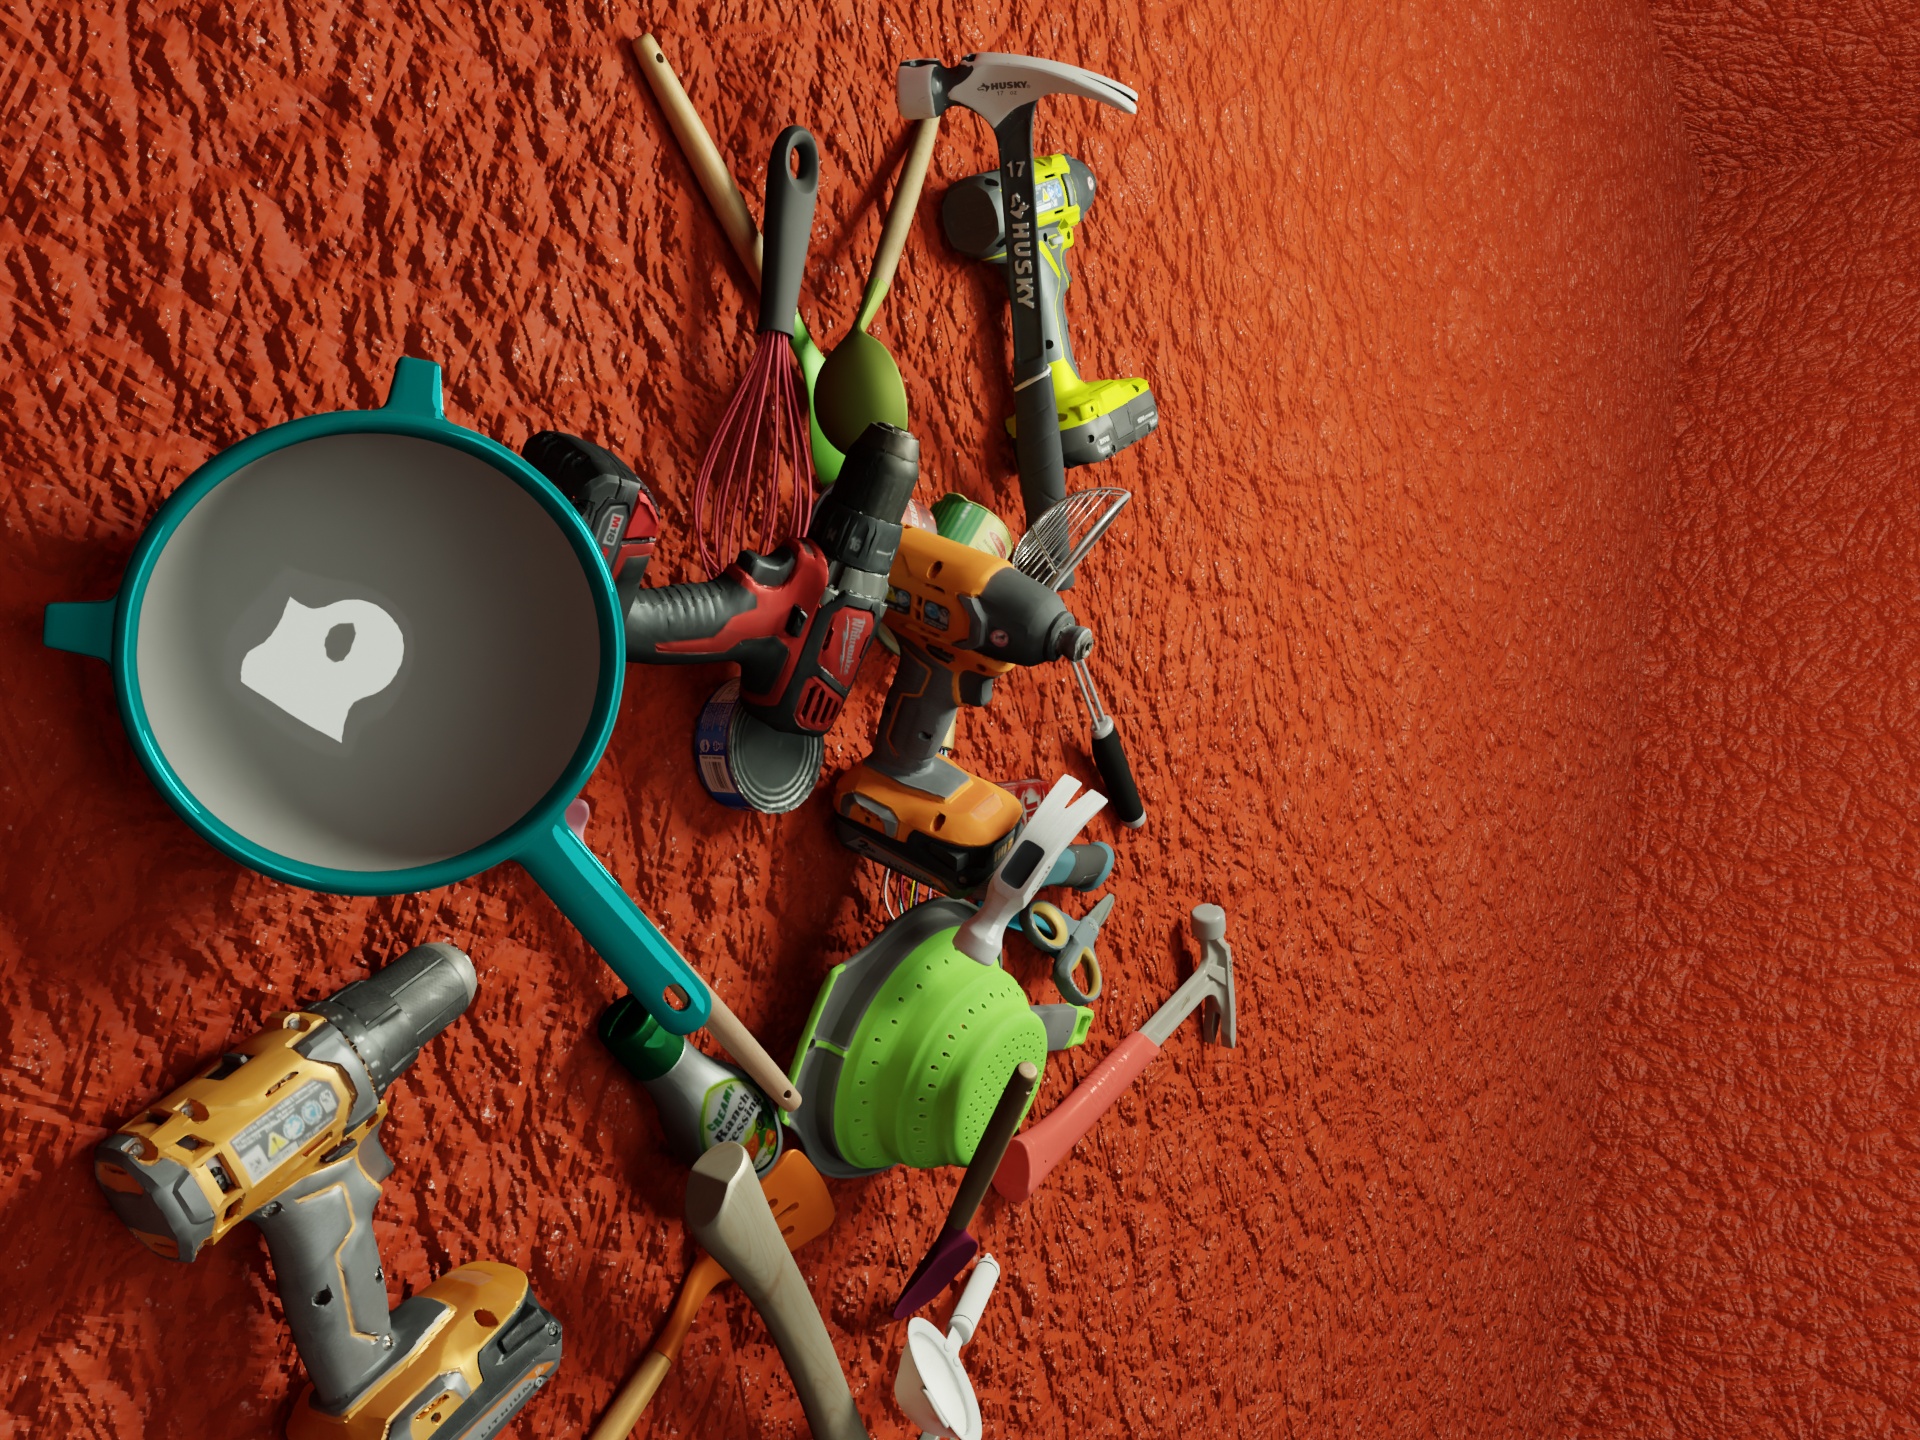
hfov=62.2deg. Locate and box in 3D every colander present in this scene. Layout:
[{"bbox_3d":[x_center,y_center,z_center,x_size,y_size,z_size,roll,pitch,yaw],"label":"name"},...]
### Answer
[{"bbox_3d":[0.032,0.238,1.126,0.396,0.095,0.204,14,96,-59],"label":"colander"}]

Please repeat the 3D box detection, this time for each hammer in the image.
[{"bbox_3d":[0.072,0.106,1.141,0.128,0.033,0.331,-58,167,3],"label":"hammer"},{"bbox_3d":[-0.086,0.408,1.005,0.146,0.038,0.410,-50,137,-42],"label":"hammer"},{"bbox_3d":[0.054,-0.258,1.110,0.036,0.149,0.408,-79,166,-46],"label":"hammer"},{"bbox_3d":[0.140,0.299,1.350,0.359,0.037,0.149,-33,123,-47],"label":"hammer"}]

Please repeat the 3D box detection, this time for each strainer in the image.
[{"bbox_3d":[-0.234,0.016,0.749,0.211,0.095,0.340,-42,114,-17],"label":"strainer"},{"bbox_3d":[-0.003,0.428,1.101,0.087,0.050,0.258,58,13,2],"label":"strainer"}]

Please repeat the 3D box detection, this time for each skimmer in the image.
[{"bbox_3d":[0.118,-0.028,1.233,0.127,0.090,0.362,-50,139,-26],"label":"skimmer"}]

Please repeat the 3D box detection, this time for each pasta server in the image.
[{"bbox_3d":[-0.176,0.121,0.889,0.060,0.040,0.316,-45,120,-20],"label":"pasta server"}]

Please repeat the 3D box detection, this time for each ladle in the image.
[{"bbox_3d":[-0.038,-0.299,1.050,0.062,0.078,0.320,19,56,-11],"label":"ladle"}]

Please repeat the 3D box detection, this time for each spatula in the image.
[{"bbox_3d":[-0.180,0.391,0.917,0.323,0.041,0.080,-54,139,-36],"label":"spatula"}]

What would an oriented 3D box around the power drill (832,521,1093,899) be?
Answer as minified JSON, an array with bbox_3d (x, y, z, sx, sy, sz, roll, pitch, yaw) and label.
[{"bbox_3d":[-0.002,-0.003,1.001,0.084,0.164,0.226,-38,143,-47],"label":"power drill"}]

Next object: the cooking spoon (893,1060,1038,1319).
[{"bbox_3d":[0.004,0.314,1.041,0.068,0.017,0.318,-22,146,-34],"label":"cooking spoon"}]

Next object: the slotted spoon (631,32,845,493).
[{"bbox_3d":[-0.121,-0.274,0.993,0.070,0.031,0.313,-53,129,-34],"label":"slotted spoon"}]

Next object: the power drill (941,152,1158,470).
[{"bbox_3d":[0.077,-0.316,1.221,0.171,0.080,0.223,-36,116,-47],"label":"power drill"}]

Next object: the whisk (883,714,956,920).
[{"bbox_3d":[-0.018,0.041,1.129,0.047,0.051,0.245,18,73,-47],"label":"whisk"}]

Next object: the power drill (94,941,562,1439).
[{"bbox_3d":[-0.274,0.234,0.758,0.185,0.084,0.226,-42,119,-46],"label":"power drill"}]

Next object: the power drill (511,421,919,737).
[{"bbox_3d":[-0.128,-0.092,0.868,0.226,0.080,0.188,11,107,-43],"label":"power drill"}]

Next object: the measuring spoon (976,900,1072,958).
[{"bbox_3d":[0.050,0.163,1.249,0.128,0.021,0.042,26,47,-42],"label":"measuring spoon"}]

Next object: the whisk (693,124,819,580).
[{"bbox_3d":[-0.114,-0.214,0.958,0.073,0.073,0.296,10,86,-53],"label":"whisk"}]
